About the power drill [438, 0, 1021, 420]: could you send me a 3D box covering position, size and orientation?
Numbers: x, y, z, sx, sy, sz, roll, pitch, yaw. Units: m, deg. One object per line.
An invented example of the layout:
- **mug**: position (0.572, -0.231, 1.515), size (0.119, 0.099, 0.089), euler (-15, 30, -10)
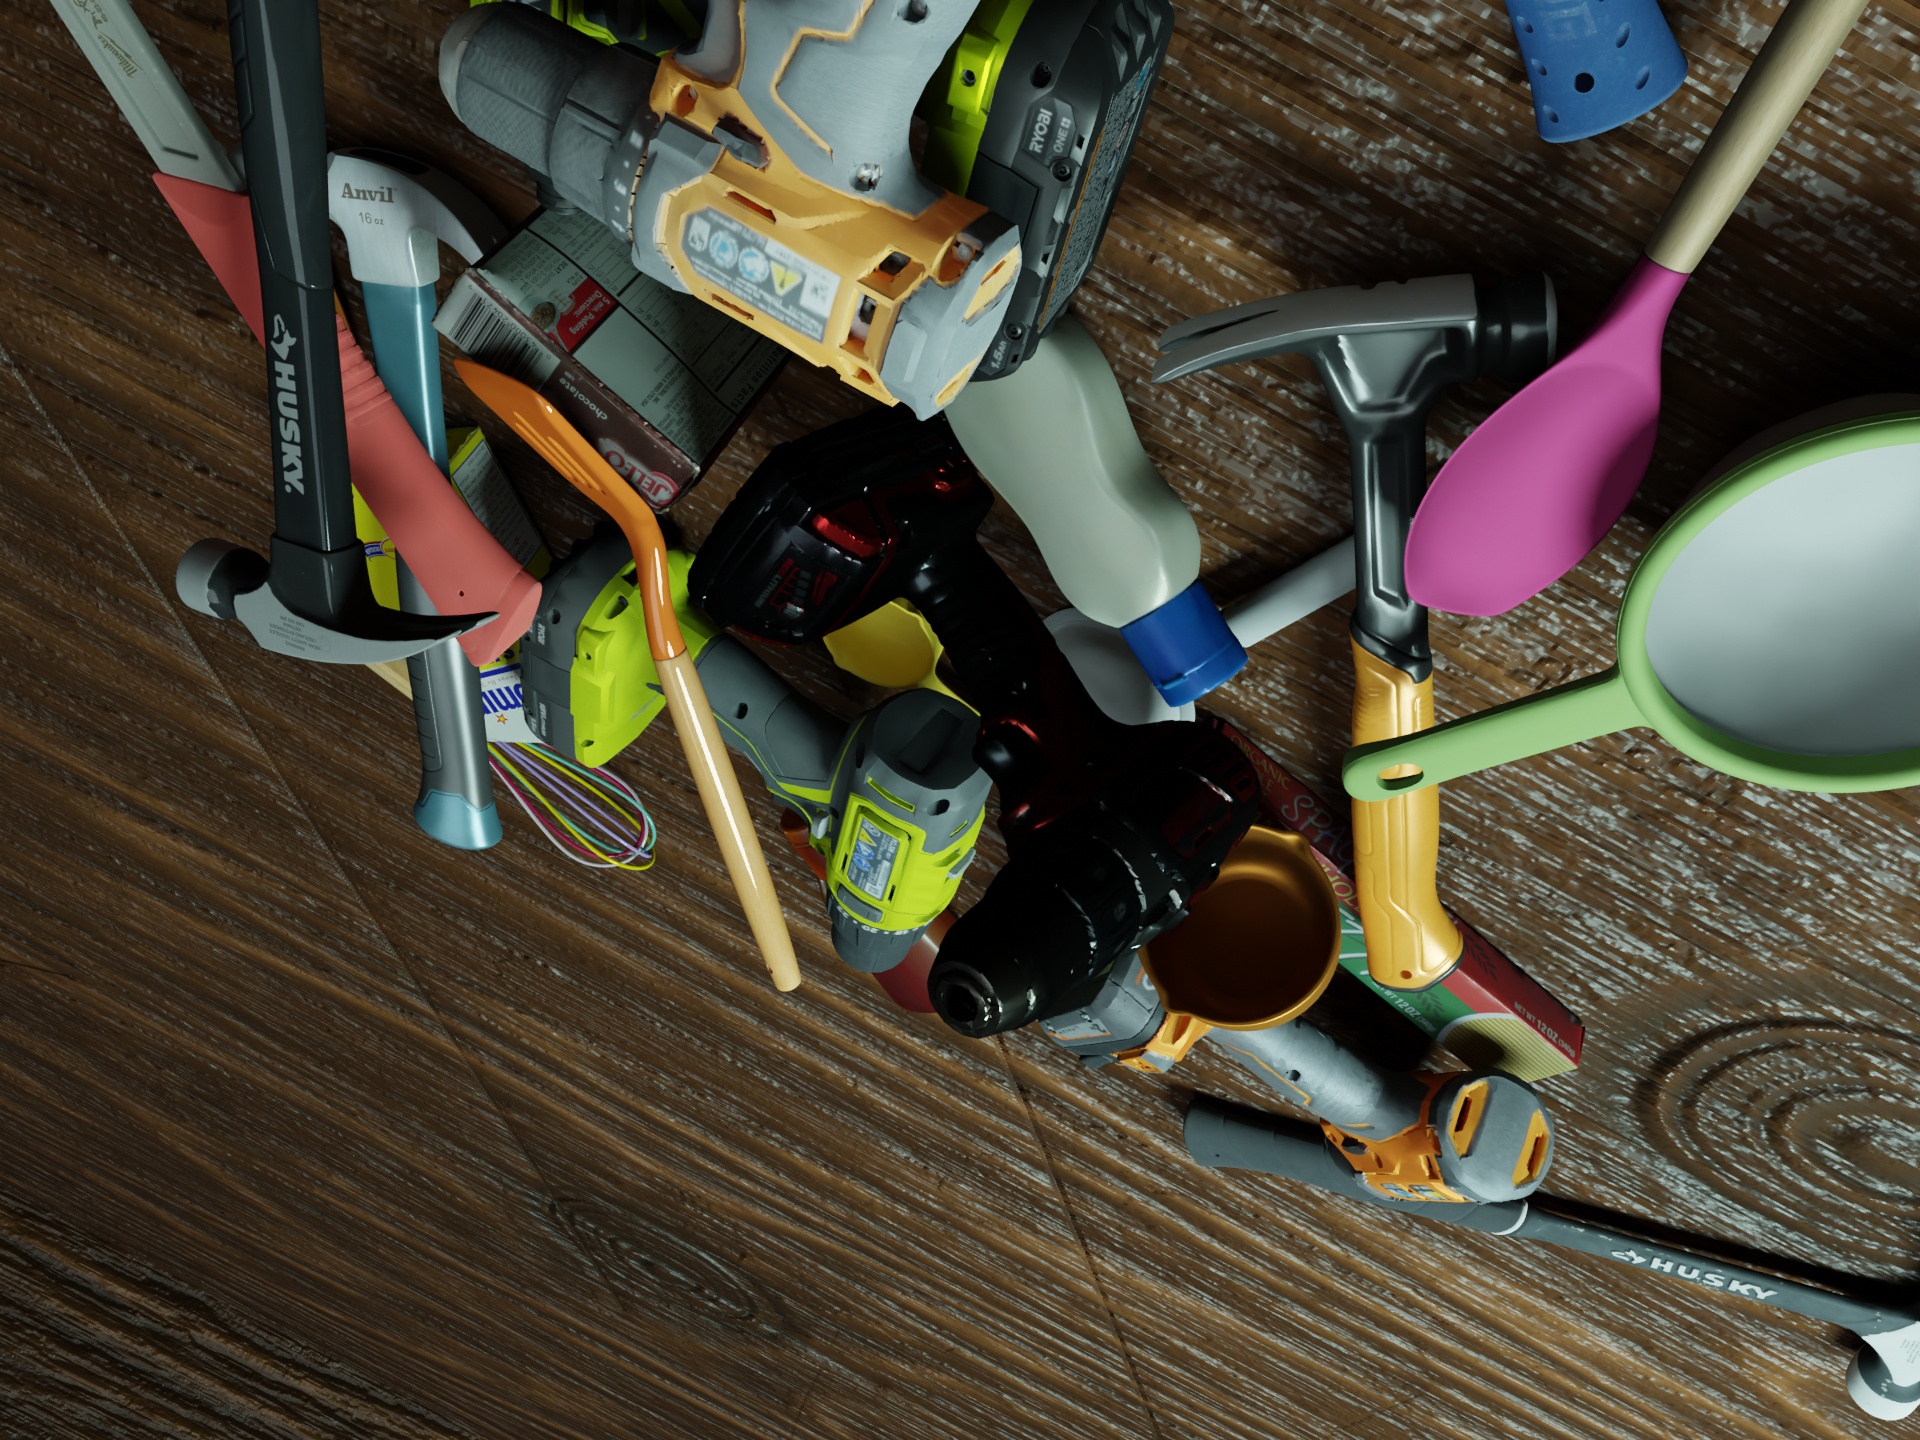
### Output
- **power drill**: position (-0.050, -0.210, 0.418), size (0.185, 0.084, 0.226), euler (30, 136, 6)

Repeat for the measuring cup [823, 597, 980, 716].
- **measuring cup**: position (0.001, -0.014, 0.746), size (0.156, 0.029, 0.062), euler (42, 138, -21)

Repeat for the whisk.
- **whisk**: position (-0.271, 0.006, 0.903), size (0.245, 0.047, 0.051), euler (39, 140, -9)

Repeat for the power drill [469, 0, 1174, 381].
- **power drill**: position (-0.057, -0.212, 0.529), size (0.223, 0.080, 0.171), euler (27, 140, 6)

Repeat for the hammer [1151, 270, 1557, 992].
- **hammer**: position (0.159, -0.010, 0.615), size (0.127, 0.034, 0.336), euler (-2, 131, 16)

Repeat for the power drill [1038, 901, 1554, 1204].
- **power drill**: position (0.159, 0.173, 0.803), size (0.226, 0.084, 0.164), euler (29, 160, -4)

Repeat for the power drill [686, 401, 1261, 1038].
- **power drill**: position (-0.001, -0.002, 0.599), size (0.227, 0.188, 0.080), euler (49, 131, 6)

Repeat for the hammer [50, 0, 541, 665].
- **hammer**: position (-0.289, -0.177, 0.642), size (0.149, 0.037, 0.358), euler (-20, 111, 23)

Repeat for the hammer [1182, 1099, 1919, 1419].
- **hammer**: position (0.323, 0.277, 0.876), size (0.409, 0.036, 0.149), euler (12, 137, 18)

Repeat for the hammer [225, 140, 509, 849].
- **hammer**: position (-0.243, -0.086, 0.722), size (0.128, 0.033, 0.330), euler (8, 120, 8)

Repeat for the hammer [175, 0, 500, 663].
- **hammer**: position (-0.239, -0.176, 0.579), size (0.146, 0.035, 0.334), euler (18, 118, 21)

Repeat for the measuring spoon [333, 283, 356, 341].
- **measuring spoon**: position (-0.291, -0.205, 0.714), size (0.021, 0.011, 0.116), euler (7, 141, 7)

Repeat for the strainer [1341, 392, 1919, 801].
- **strainer**: position (0.248, -0.034, 0.541), size (0.256, 0.069, 0.151), euler (-22, 125, 34)

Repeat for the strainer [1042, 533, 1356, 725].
- **strainer**: position (0.104, -0.034, 0.660), size (0.258, 0.050, 0.087), euler (-31, 100, 42)

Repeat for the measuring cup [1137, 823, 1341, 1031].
- **measuring cup**: position (0.092, 0.070, 0.714), size (0.174, 0.095, 0.052), euler (36, 176, 25)

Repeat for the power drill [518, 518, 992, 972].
- **power drill**: position (-0.096, 0.020, 0.760), size (0.228, 0.080, 0.190), euler (33, 144, 11)

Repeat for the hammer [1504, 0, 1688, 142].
- **hammer**: position (0.083, -0.321, 0.363), size (0.144, 0.035, 0.405), euler (-14, 126, 38)

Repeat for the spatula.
- **spatula**: position (-0.122, -0.004, 0.665), size (0.081, 0.041, 0.322), euler (27, 140, 47)

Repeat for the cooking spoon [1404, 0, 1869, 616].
- **cooking spoon**: position (0.213, -0.152, 0.446), size (0.068, 0.017, 0.318), euler (9, 132, -14)
